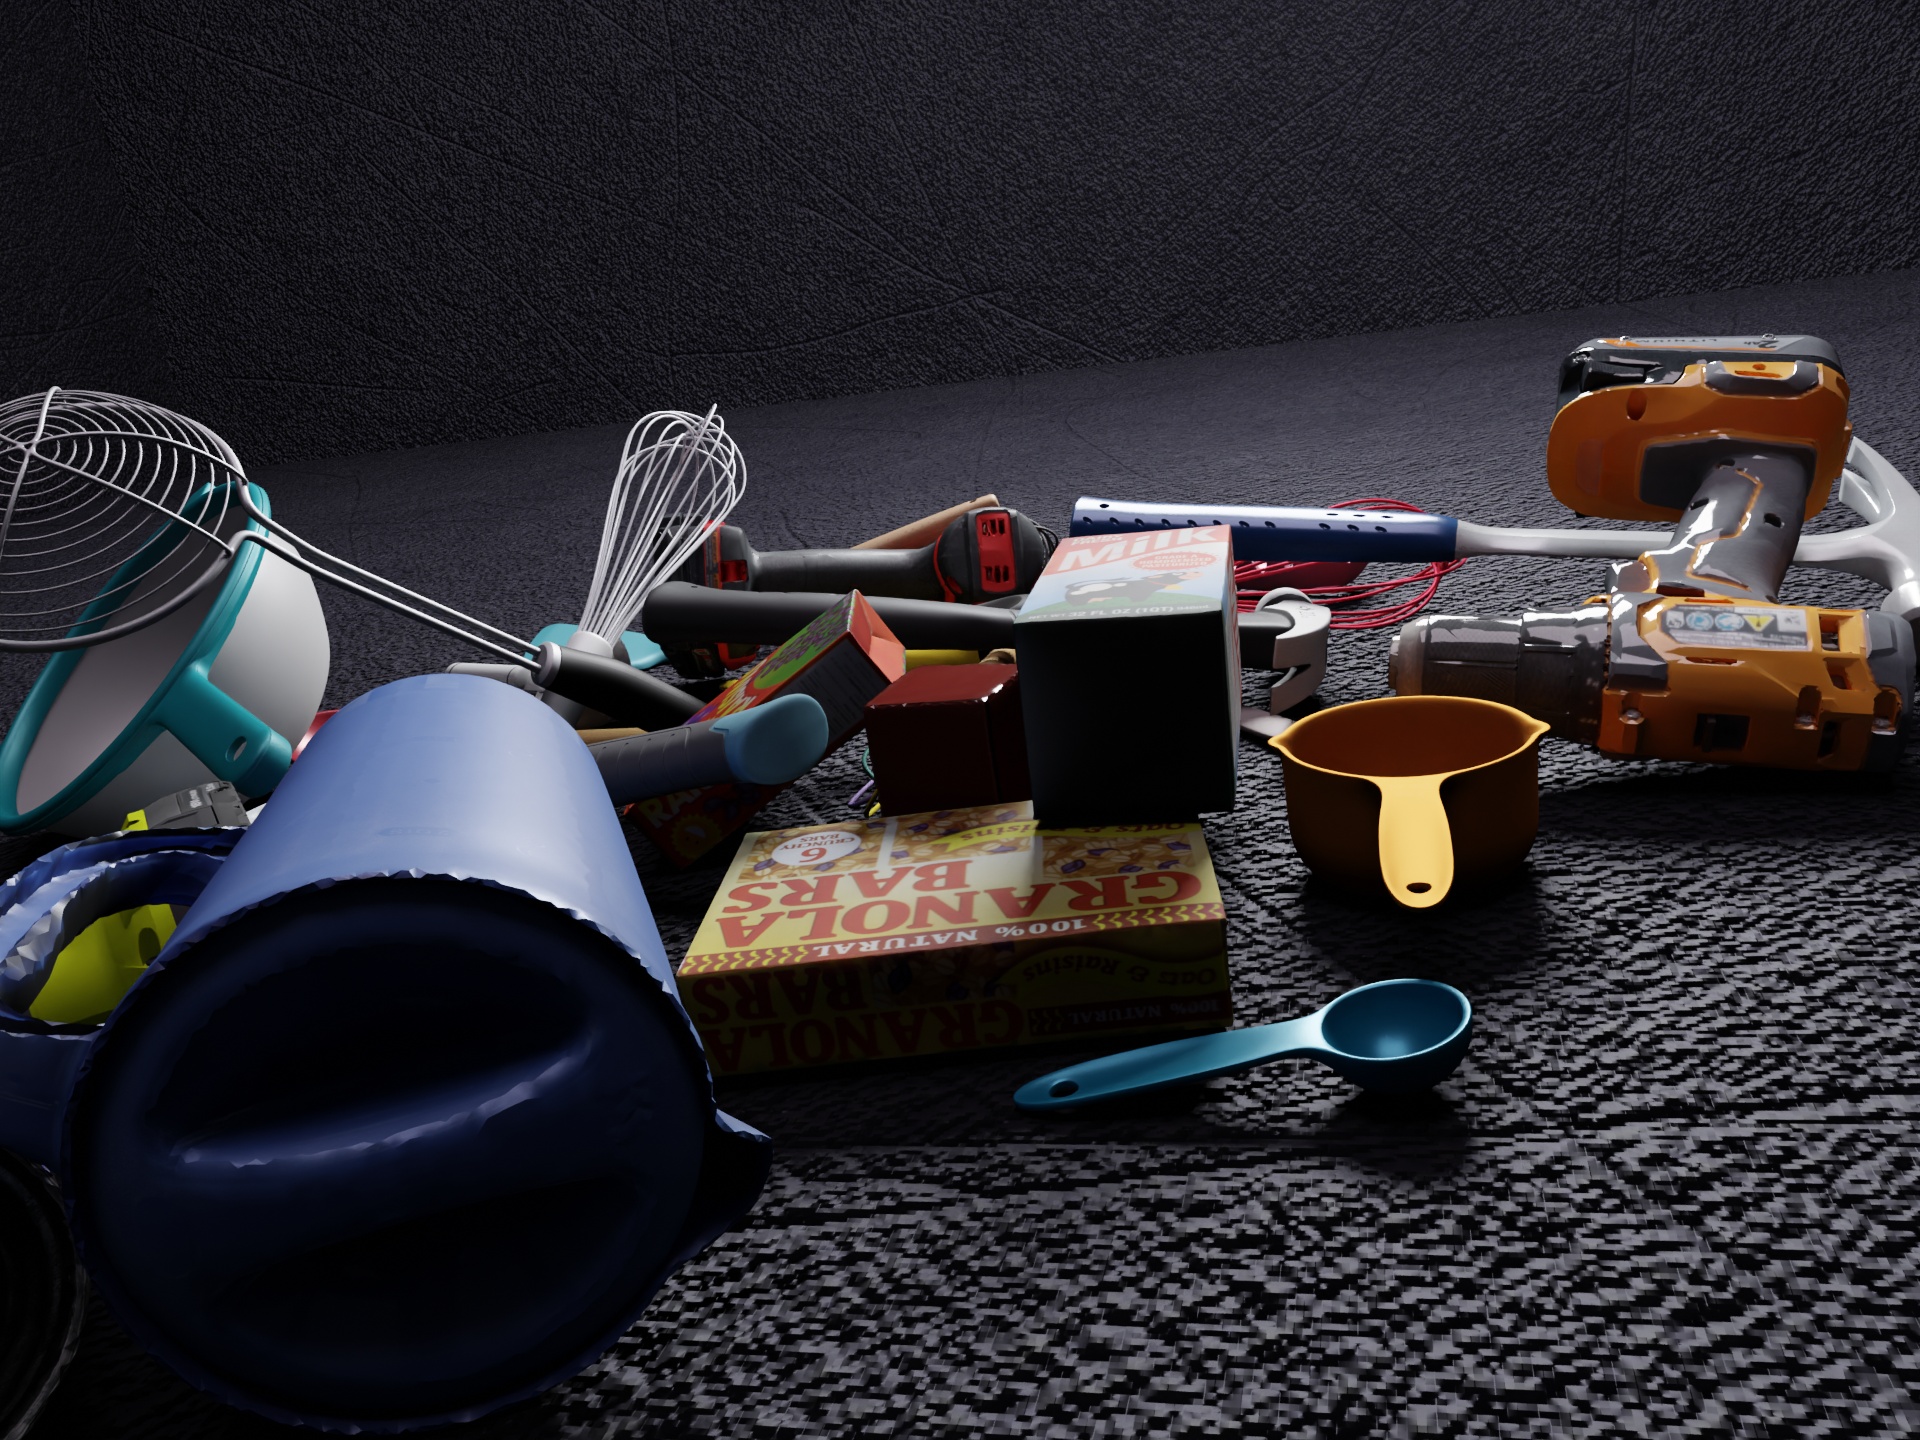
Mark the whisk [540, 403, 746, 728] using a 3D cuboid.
[{"bbox_3d":[-0.176,-0.057,0.802,0.070,0.070,0.285,0,51,24],"label":"whisk"}]

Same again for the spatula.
[{"bbox_3d":[-0.126,-0.088,1.023,0.317,0.044,0.082,-22,22,7],"label":"spatula"}]

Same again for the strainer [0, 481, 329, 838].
[{"bbox_3d":[-0.359,0.000,0.782,0.341,0.095,0.211,20,73,49],"label":"strainer"}]

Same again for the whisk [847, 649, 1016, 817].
[{"bbox_3d":[0.000,-0.004,0.762,0.051,0.047,0.245,7,16,13],"label":"whisk"}]

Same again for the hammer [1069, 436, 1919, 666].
[{"bbox_3d":[0.257,-0.092,0.787,0.405,0.035,0.144,4,41,17],"label":"hammer"}]

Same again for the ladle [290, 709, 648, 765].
[{"bbox_3d":[-0.218,0.013,0.839,0.315,0.031,0.069,-1,27,16],"label":"ladle"}]

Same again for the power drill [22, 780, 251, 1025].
[{"bbox_3d":[-0.355,0.098,0.545,0.228,0.080,0.191,-20,21,-25],"label":"power drill"}]

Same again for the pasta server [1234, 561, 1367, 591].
[{"bbox_3d":[0.116,-0.100,1.028,0.316,0.040,0.060,2,7,34],"label":"pasta server"}]

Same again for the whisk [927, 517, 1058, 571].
[{"bbox_3d":[-0.051,-0.089,1.048,0.239,0.055,0.055,-12,16,11],"label":"whisk"}]

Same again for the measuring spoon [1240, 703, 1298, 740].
[{"bbox_3d":[0.134,-0.008,0.748,0.034,0.018,0.124,-13,16,-16],"label":"measuring spoon"}]

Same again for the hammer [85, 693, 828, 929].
[{"bbox_3d":[-0.204,0.036,0.655,0.331,0.033,0.128,-12,15,25],"label":"hammer"}]

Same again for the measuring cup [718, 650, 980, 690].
[{"bbox_3d":[-0.065,-0.032,0.900,0.156,0.029,0.062,-1,18,14],"label":"measuring cup"}]

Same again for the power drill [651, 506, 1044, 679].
[{"bbox_3d":[-0.064,-0.077,0.942,0.219,0.078,0.143,-4,-8,-3],"label":"power drill"}]

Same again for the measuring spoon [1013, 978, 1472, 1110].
[{"bbox_3d":[0.078,0.100,0.442,0.128,0.021,0.042,-14,16,12],"label":"measuring spoon"}]

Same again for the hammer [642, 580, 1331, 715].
[{"bbox_3d":[0.011,-0.044,0.772,0.335,0.035,0.146,3,15,6],"label":"hammer"}]

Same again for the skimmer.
[{"bbox_3d":[-0.249,-0.034,0.690,0.090,0.127,0.363,-33,-42,32],"label":"skimmer"}]

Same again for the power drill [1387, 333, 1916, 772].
[{"bbox_3d":[0.285,-0.072,0.670,0.185,0.084,0.226,4,45,20],"label":"power drill"}]

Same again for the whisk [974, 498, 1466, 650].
[{"bbox_3d":[0.135,-0.071,0.860,0.296,0.073,0.073,-10,17,-9],"label":"whisk"}]

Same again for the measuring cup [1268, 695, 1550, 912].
[{"bbox_3d":[0.150,0.043,0.525,0.095,0.052,0.174,-4,19,15],"label":"measuring cup"}]

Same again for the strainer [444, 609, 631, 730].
[{"bbox_3d":[-0.255,-0.023,0.951,0.258,0.050,0.087,4,63,50],"label":"strainer"}]
